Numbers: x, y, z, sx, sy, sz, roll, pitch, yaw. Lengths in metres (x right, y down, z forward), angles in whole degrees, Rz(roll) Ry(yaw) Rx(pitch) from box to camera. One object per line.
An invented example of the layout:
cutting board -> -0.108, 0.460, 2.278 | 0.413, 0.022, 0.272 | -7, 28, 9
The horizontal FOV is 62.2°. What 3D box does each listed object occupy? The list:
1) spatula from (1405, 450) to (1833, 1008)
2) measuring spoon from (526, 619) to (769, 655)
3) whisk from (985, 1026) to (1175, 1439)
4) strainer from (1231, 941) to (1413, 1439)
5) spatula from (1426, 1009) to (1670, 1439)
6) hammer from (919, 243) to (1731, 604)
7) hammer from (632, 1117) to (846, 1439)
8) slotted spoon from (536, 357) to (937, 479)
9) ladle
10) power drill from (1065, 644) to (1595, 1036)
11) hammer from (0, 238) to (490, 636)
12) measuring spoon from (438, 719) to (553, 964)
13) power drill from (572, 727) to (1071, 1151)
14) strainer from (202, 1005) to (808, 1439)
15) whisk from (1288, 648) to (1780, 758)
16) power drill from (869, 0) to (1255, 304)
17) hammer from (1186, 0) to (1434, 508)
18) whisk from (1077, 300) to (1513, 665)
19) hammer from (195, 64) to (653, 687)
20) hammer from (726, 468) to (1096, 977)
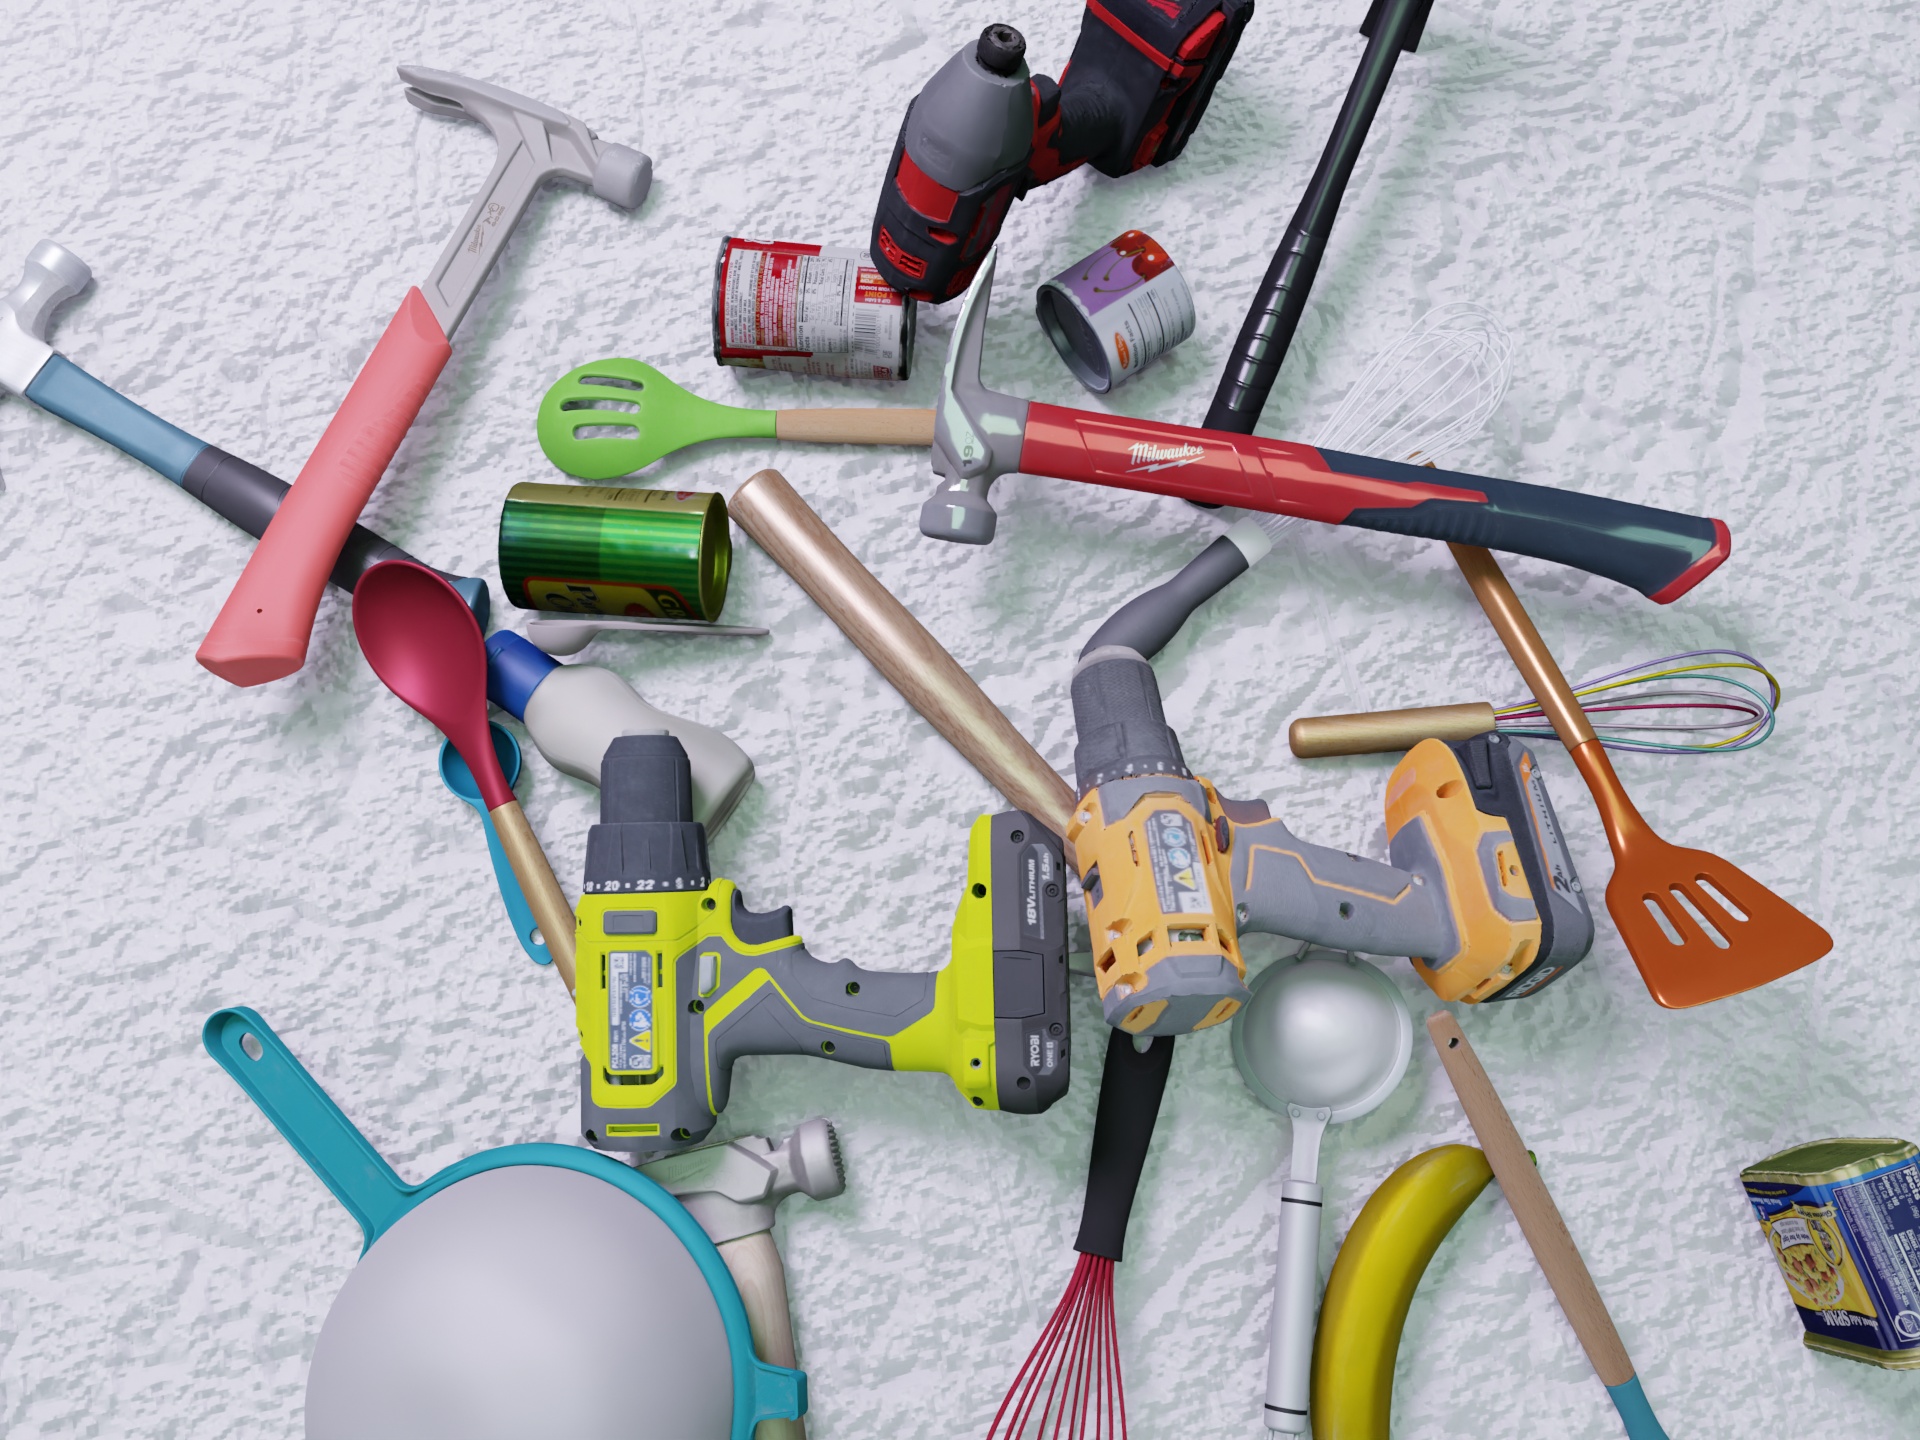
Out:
spatula -> 0.291, -0.012, 0.766 | 0.081, 0.041, 0.323 | -20, 61, 0
measuring spoon -> -0.157, -0.041, 0.807 | 0.124, 0.034, 0.018 | 0, 98, -23
whisk -> 0.060, 0.267, 0.735 | 0.073, 0.073, 0.296 | 13, 70, 3
strainer -> 0.161, 0.212, 0.741 | 0.087, 0.050, 0.258 | 1, 72, 24
spatula -> 0.295, 0.278, 0.725 | 0.082, 0.044, 0.317 | -26, 86, -3
hammer -> 0.181, -0.130, 0.775 | 0.386, 0.038, 0.143 | 9, 93, 0
hammer -> -0.084, 0.399, 0.711 | 0.146, 0.038, 0.411 | -14, 77, -2
slotted spoon -> -0.072, -0.160, 0.849 | 0.313, 0.031, 0.070 | 1, 76, -1
ladle -> -0.212, 0.065, 0.777 | 0.069, 0.031, 0.315 | -27, 87, 24
power drill -> 0.158, 0.049, 0.742 | 0.226, 0.084, 0.186 | 0, 59, -15
hammer -> -0.388, -0.128, 0.837 | 0.331, 0.033, 0.128 | 29, 78, 7
measuring spoon -> -0.227, 0.062, 0.805 | 0.042, 0.021, 0.128 | -19, 86, 2
power drill -> -0.066, 0.097, 0.732 | 0.228, 0.080, 0.190 | -2, 85, 5
strainer -> -0.245, 0.252, 0.695 | 0.340, 0.095, 0.211 | 43, 95, 13
whisk -> 0.290, 0.003, 0.805 | 0.245, 0.047, 0.051 | -5, 65, 3
power drill -> 0.048, -0.310, 0.797 | 0.078, 0.143, 0.220 | 41, 56, 8
hammer -> 0.189, -0.270, 0.841 | 0.035, 0.146, 0.335 | 22, 89, 5
whisk -> 0.173, -0.111, 0.820 | 0.284, 0.070, 0.070 | -40, 80, -1
hammer -> -0.300, -0.183, 0.825 | 0.149, 0.036, 0.359 | 21, 70, 2
hammer -> -0.001, -0.003, 0.809 | 0.130, 0.031, 0.331 | -42, 80, -10
